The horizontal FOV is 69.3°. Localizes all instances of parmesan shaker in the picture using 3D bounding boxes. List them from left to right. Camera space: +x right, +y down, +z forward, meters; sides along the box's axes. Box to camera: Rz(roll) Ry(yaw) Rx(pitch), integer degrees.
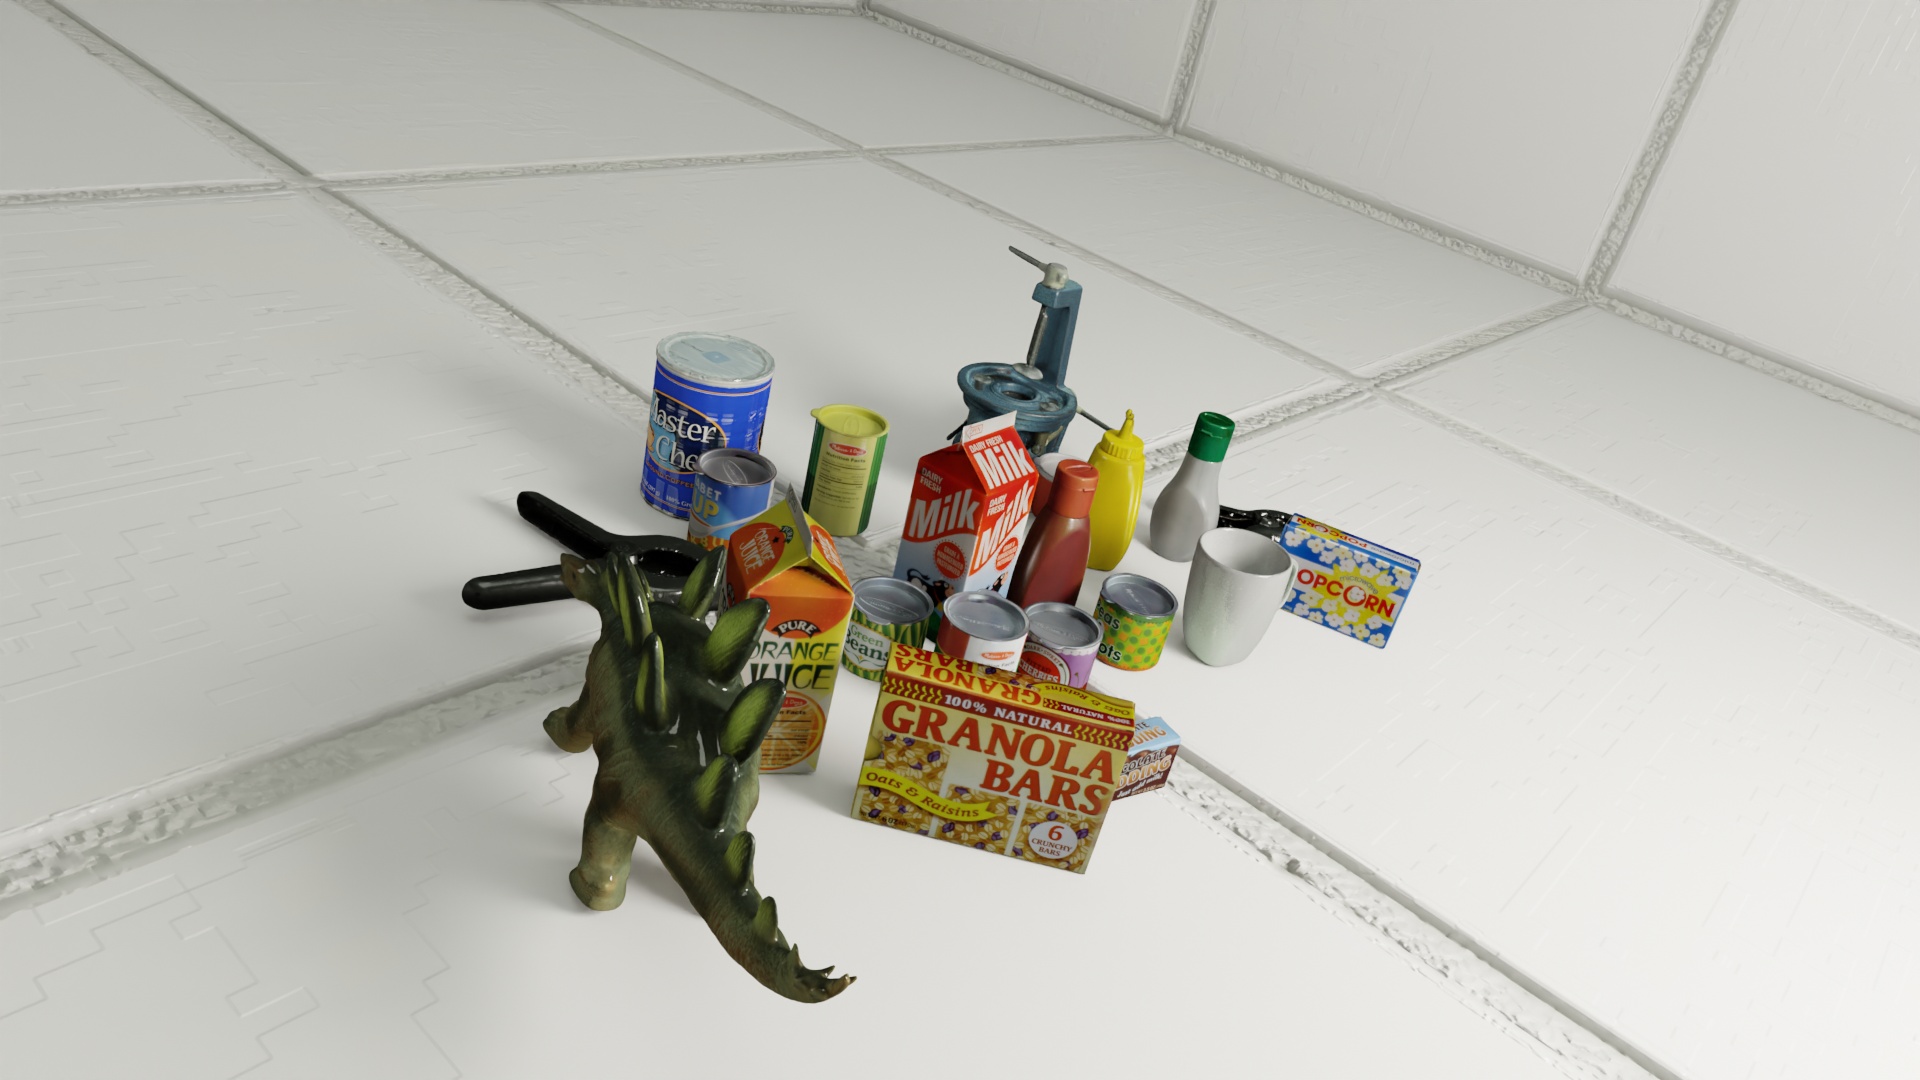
[{"bbox_3d":[-0.109,-0.064,1.257,0.071,0.102,0.071,11,28,-6],"label":"parmesan shaker"}]

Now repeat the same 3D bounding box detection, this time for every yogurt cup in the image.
[{"bbox_3d":[0.102,-0.048,1.375,0.072,0.053,0.073,11,28,-6],"label":"yogurt cup"}]

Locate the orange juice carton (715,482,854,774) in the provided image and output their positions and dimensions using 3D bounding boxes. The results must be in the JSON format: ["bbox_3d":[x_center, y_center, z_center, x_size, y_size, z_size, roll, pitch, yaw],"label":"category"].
[{"bbox_3d":[-0.122,0.061,0.932,0.073,0.191,0.072,3,30,-21],"label":"orange juice carton"}]

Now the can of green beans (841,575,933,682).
[{"bbox_3d":[-0.059,0.069,1.086,0.071,0.057,0.071,11,28,-6],"label":"can of green beans"}]

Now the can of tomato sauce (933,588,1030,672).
[{"bbox_3d":[0.011,0.089,1.056,0.071,0.082,0.071,11,28,-6],"label":"can of tomato sauce"}]

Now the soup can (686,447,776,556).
[{"bbox_3d":[-0.197,-0.027,1.170,0.071,0.083,0.072,11,28,-6],"label":"soup can"}]

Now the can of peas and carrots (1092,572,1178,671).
[{"bbox_3d":[0.143,0.070,1.177,0.071,0.058,0.071,11,28,-6],"label":"can of peas and carrots"}]

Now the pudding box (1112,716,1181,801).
[{"bbox_3d":[0.116,0.161,1.010,0.084,0.049,0.030,-7,35,-34],"label":"pudding box"}]

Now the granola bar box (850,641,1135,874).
[{"bbox_3d":[0.020,0.145,0.917,0.166,0.123,0.039,14,28,-1],"label":"granola bar box"}]

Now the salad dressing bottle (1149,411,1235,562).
[{"bbox_3d":[0.226,-0.051,1.339,0.064,0.147,0.044,28,31,25],"label":"salad dressing bottle"}]

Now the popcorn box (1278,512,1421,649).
[{"bbox_3d":[0.355,0.037,1.304,0.127,0.084,0.038,22,29,15],"label":"popcorn box"}]

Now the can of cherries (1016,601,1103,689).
[{"bbox_3d":[0.073,0.091,1.107,0.071,0.058,0.072,11,28,-6],"label":"can of cherries"}]

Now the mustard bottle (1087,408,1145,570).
[{"bbox_3d":[0.140,-0.050,1.285,0.065,0.159,0.049,16,28,3],"label":"mustard bottle"}]

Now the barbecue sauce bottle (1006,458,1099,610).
[{"bbox_3d":[0.082,0.004,1.173,0.065,0.147,0.044,-6,34,-33],"label":"barbecue sauce bottle"}]

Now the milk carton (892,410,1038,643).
[{"bbox_3d":[0.004,-0.014,1.126,0.073,0.189,0.072,30,32,27],"label":"milk carton"}]
